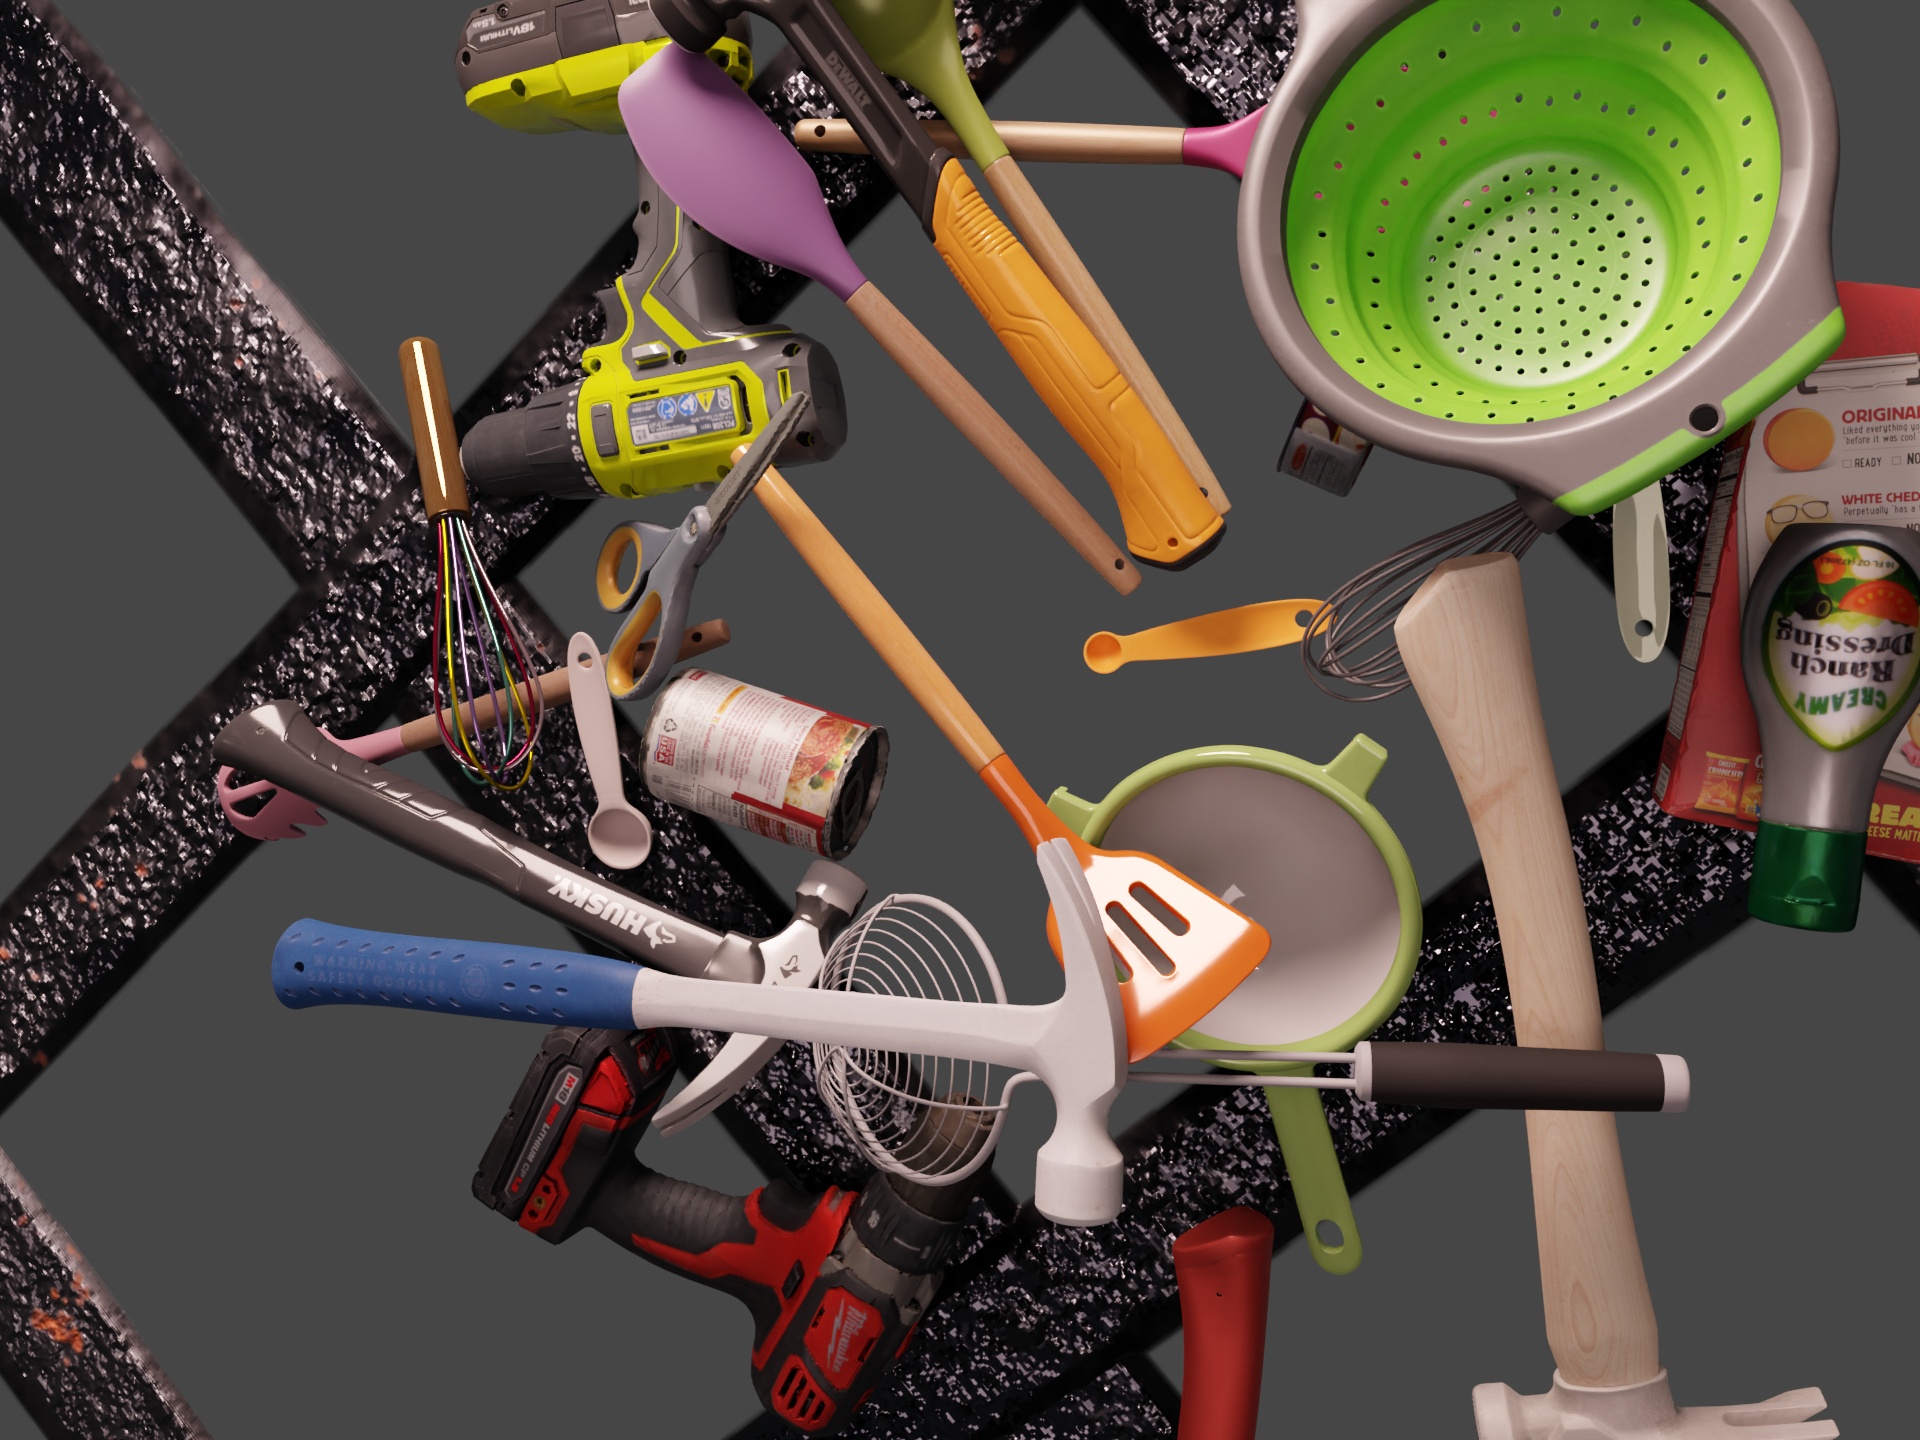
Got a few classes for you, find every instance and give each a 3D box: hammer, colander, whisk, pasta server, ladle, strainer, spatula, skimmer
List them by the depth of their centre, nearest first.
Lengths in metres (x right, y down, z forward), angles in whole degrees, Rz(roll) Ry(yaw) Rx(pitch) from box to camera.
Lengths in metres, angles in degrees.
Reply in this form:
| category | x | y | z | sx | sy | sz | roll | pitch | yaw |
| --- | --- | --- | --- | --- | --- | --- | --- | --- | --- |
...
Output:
| category | x | y | z | sx | sy | sz | roll | pitch | yaw |
| --- | --- | --- | --- | --- | --- | --- | --- | --- | --- |
| colander | 0.177 | -0.255 | 0.632 | 0.204 | 0.094 | 0.397 | -36 | 72 | 17 |
| whisk | 0.235 | -0.083 | 0.644 | 0.239 | 0.055 | 0.055 | -40 | 84 | 33 |
| hammer | 0.259 | 0.131 | 0.662 | 0.146 | 0.038 | 0.410 | -11 | 102 | 15 |
| hammer | 0.012 | -0.208 | 0.676 | 0.127 | 0.034 | 0.336 | -30 | 103 | 37 |
| hammer | -0.126 | 0.113 | 0.679 | 0.405 | 0.035 | 0.144 | 2 | 90 | 22 |
| skimmer | 0.107 | 0.141 | 0.679 | 0.363 | 0.090 | 0.127 | 0 | 89 | 10 |
| spatula | -0.001 | -0.002 | 0.680 | 0.081 | 0.041 | 0.323 | -38 | 78 | -6 |
| ladle | 0.026 | -0.221 | 0.700 | 0.078 | 0.062 | 0.320 | -31 | 95 | 30 |
| spatula | -0.030 | -0.171 | 0.713 | 0.316 | 0.018 | 0.060 | 45 | 76 | -9 |
| strainer | 0.144 | 0.123 | 0.716 | 0.151 | 0.069 | 0.256 | -12 | 104 | 24 |
| hammer | 0.124 | 0.411 | 0.761 | 0.149 | 0.036 | 0.359 | 7 | 98 | 15 |
| hammer | -0.224 | 0.075 | 0.777 | 0.335 | 0.035 | 0.146 | 23 | 65 | 12 |
| whisk | -0.250 | -0.080 | 0.796 | 0.051 | 0.047 | 0.245 | -31 | 69 | 47 |
| pasta server | -0.262 | 0.001 | 0.835 | 0.316 | 0.040 | 0.060 | -18 | 91 | 13 |

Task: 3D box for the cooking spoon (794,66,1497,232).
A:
| category | x | y | z | sx | sy | sz | roll | pitch | yaw |
| --- | --- | --- | --- | --- | --- | --- | --- | --- | --- |
| cooking spoon | 0.076 | -0.260 | 0.716 | 0.319 | 0.017 | 0.068 | 7 | 100 | 14 |

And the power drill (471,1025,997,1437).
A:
| category | x | y | z | sx | sy | sz | roll | pitch | yaw |
| --- | --- | --- | --- | --- | --- | --- | --- | --- | --- |
| power drill | -0.105 | 0.222 | 0.788 | 0.227 | 0.080 | 0.188 | 31 | 103 | 8 |

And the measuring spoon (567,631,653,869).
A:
| category | x | y | z | sx | sy | sz | roll | pitch | yaw |
| --- | --- | --- | --- | --- | --- | --- | --- | --- | --- |
| measuring spoon | -0.179 | 0.015 | 0.807 | 0.034 | 0.018 | 0.124 | -5 | 103 | 15 |

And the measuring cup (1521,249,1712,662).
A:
| category | x | y | z | sx | sy | sz | roll | pitch | yaw |
| --- | --- | --- | --- | --- | --- | --- | --- | --- | --- |
| measuring cup | 0.280 | -0.109 | 0.665 | 0.083 | 0.038 | 0.167 | -4 | 96 | 16 |

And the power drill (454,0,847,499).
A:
| category | x | y | z | sx | sy | sz | roll | pitch | yaw |
| --- | --- | --- | --- | --- | --- | --- | --- | --- | --- |
| power drill | -0.164 | -0.219 | 0.759 | 0.190 | 0.080 | 0.228 | -7 | 96 | 15 |

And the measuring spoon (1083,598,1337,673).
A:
| category | x | y | z | sx | sy | sz | roll | pitch | yaw |
| --- | --- | --- | --- | --- | --- | --- | --- | --- | --- |
| measuring spoon | 0.115 | -0.040 | 0.734 | 0.117 | 0.011 | 0.021 | -9 | 94 | 13 |
